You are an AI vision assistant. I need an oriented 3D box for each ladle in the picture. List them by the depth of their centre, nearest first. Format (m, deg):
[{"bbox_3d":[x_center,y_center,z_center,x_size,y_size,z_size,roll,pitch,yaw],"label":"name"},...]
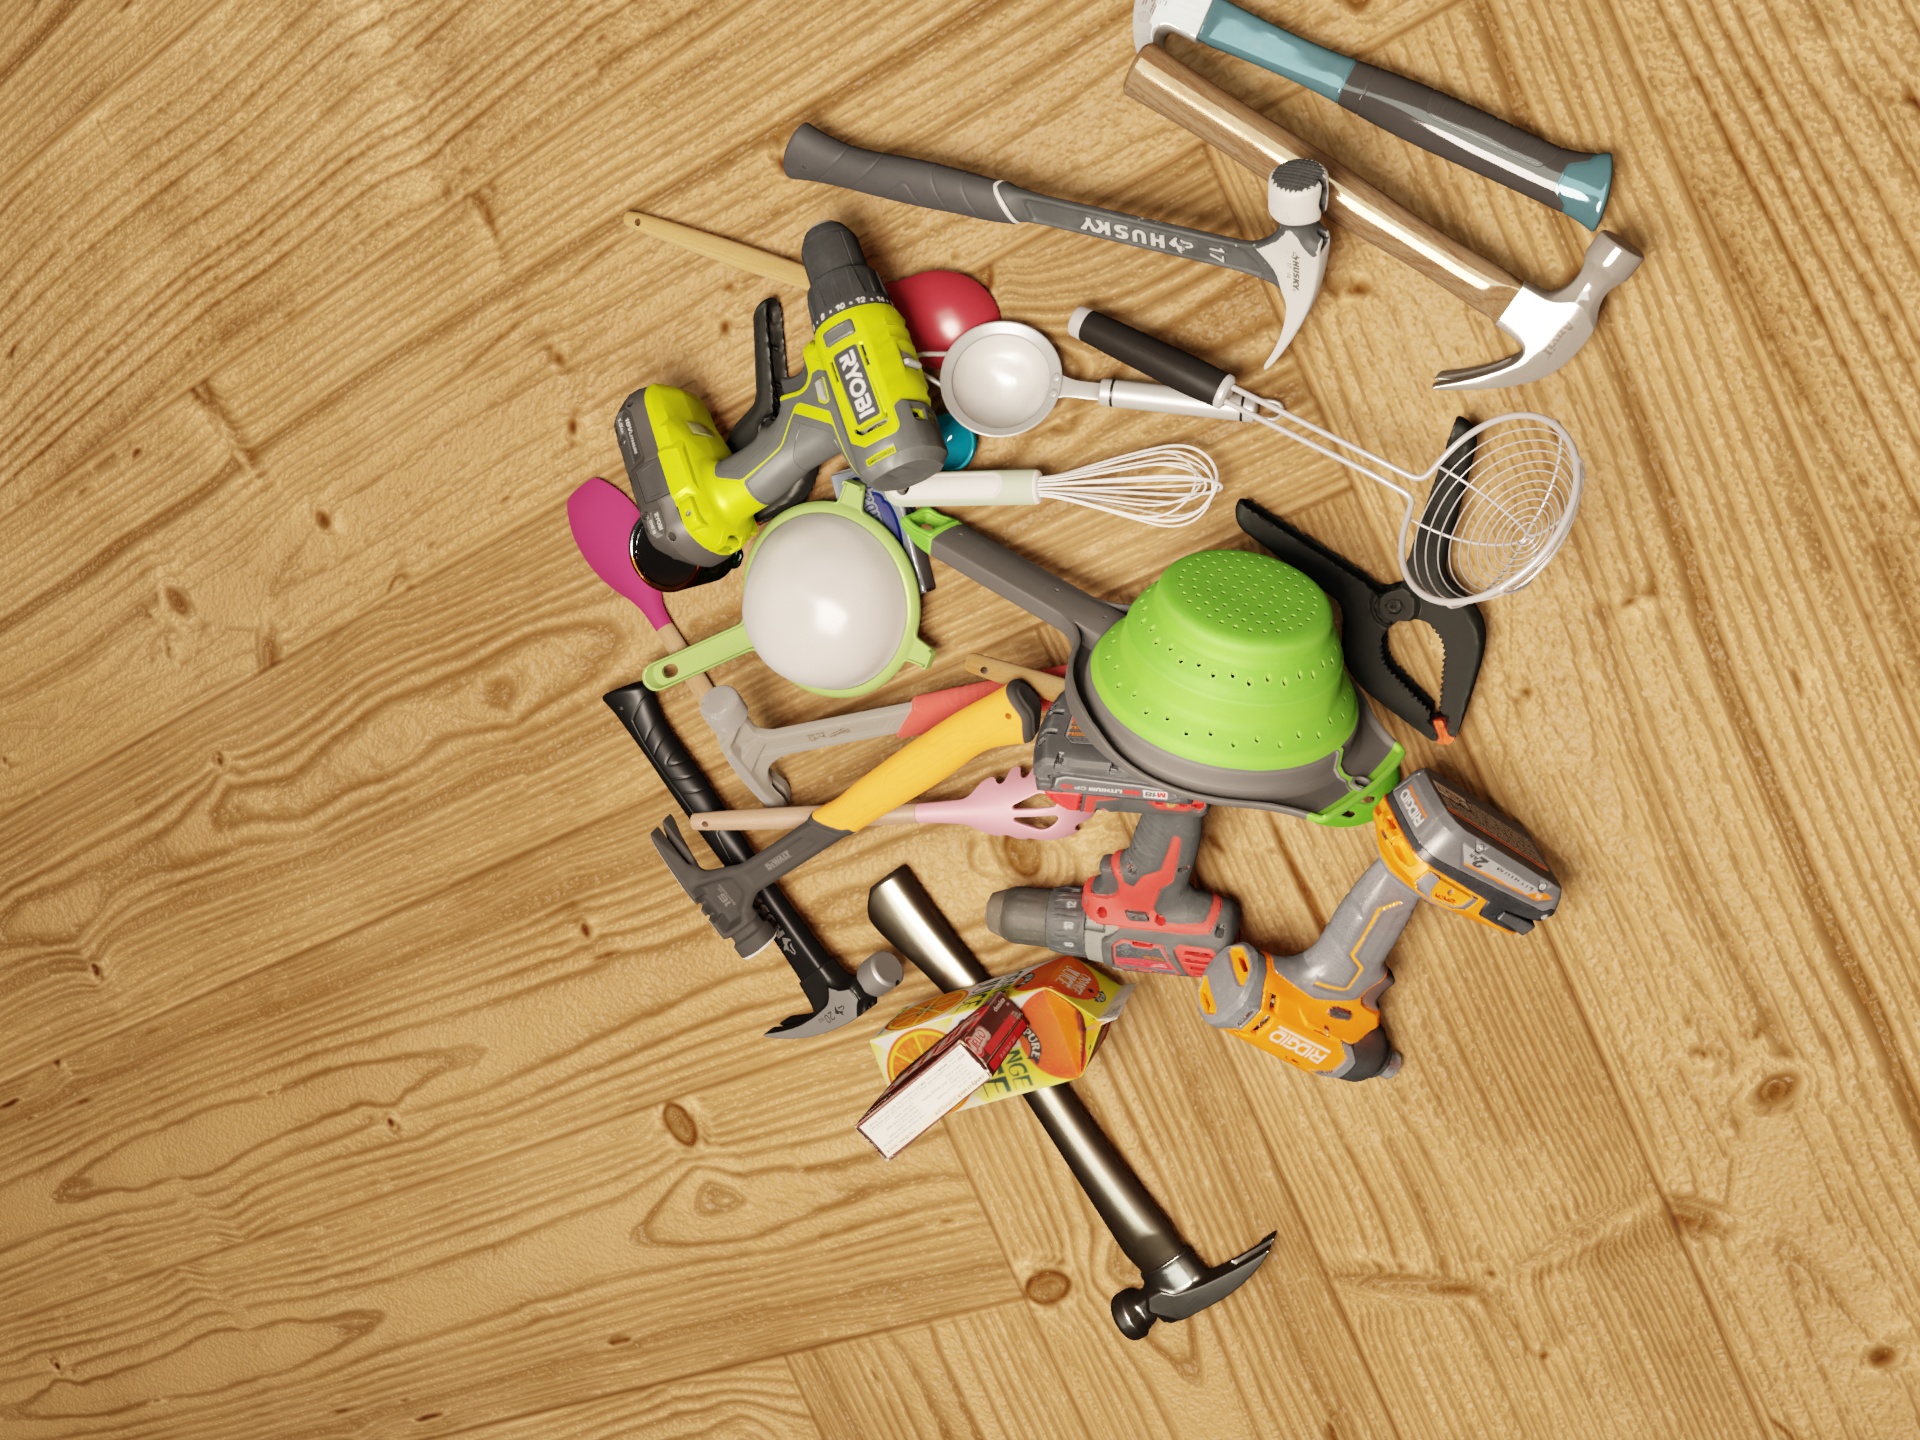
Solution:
[{"bbox_3d":[-0.117,-0.329,1.173,0.315,0.031,0.069,22,109,17],"label":"ladle"}]

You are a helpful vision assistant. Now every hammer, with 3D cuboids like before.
[{"bbox_3d":[0.246,-0.322,0.998,0.331,0.031,0.130,34,126,6],"label":"hammer"},{"bbox_3d":[0.257,-0.398,1.002,0.331,0.033,0.128,30,111,13],"label":"hammer"},{"bbox_3d":[0.052,-0.342,1.072,0.409,0.036,0.149,21,152,24],"label":"hammer"},{"bbox_3d":[-0.081,0.057,1.163,0.337,0.034,0.127,-32,99,29],"label":"hammer"},{"bbox_3d":[-0.002,-0.004,1.176,0.359,0.037,0.149,-11,143,15],"label":"hammer"},{"bbox_3d":[0.071,0.281,1.235,0.146,0.038,0.410,-38,87,23],"label":"hammer"},{"bbox_3d":[-0.187,0.108,1.289,0.146,0.035,0.335,-41,82,37],"label":"hammer"}]

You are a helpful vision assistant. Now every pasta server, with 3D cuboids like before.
[{"bbox_3d":[-0.057,0.070,1.214,0.316,0.040,0.060,-3,101,16],"label":"pasta server"}]

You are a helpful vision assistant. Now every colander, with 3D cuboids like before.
[{"bbox_3d":[0.113,-0.083,1.054,0.397,0.204,0.094,33,135,29],"label":"colander"}]

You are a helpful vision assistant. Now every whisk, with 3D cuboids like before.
[{"bbox_3d":[0.062,-0.164,1.118,0.246,0.059,0.058,2,86,19],"label":"whisk"}]

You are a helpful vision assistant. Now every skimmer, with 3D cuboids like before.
[{"bbox_3d":[0.212,-0.190,1.002,0.363,0.090,0.127,32,97,21],"label":"skimmer"}]

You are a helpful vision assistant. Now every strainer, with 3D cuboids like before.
[{"bbox_3d":[0.094,-0.226,1.104,0.258,0.050,0.087,9,80,14],"label":"strainer"},{"bbox_3d":[-0.154,-0.067,1.201,0.256,0.069,0.151,-21,95,26],"label":"strainer"}]

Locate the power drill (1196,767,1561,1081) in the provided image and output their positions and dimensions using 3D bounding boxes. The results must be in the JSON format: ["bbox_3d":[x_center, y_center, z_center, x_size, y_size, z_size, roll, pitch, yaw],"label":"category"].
[{"bbox_3d":[0.292,0.155,1.080,0.164,0.084,0.226,29,116,-22],"label":"power drill"}]

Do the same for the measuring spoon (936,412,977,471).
[{"bbox_3d":[-0.038,-0.225,1.173,0.129,0.021,0.042,34,115,21],"label":"measuring spoon"}]

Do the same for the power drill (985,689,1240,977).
[{"bbox_3d":[0.100,0.089,1.119,0.188,0.080,0.226,4,131,17],"label":"power drill"}]

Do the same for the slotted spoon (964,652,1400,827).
[{"bbox_3d":[0.153,0.008,1.101,0.314,0.031,0.070,18,114,3],"label":"slotted spoon"}]

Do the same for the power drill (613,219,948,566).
[{"bbox_3d":[-0.132,-0.226,1.131,0.228,0.080,0.191,-24,79,26],"label":"power drill"}]

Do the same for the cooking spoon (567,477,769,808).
[{"bbox_3d":[-0.225,-0.053,1.283,0.068,0.017,0.319,-32,89,26],"label":"cooking spoon"}]
